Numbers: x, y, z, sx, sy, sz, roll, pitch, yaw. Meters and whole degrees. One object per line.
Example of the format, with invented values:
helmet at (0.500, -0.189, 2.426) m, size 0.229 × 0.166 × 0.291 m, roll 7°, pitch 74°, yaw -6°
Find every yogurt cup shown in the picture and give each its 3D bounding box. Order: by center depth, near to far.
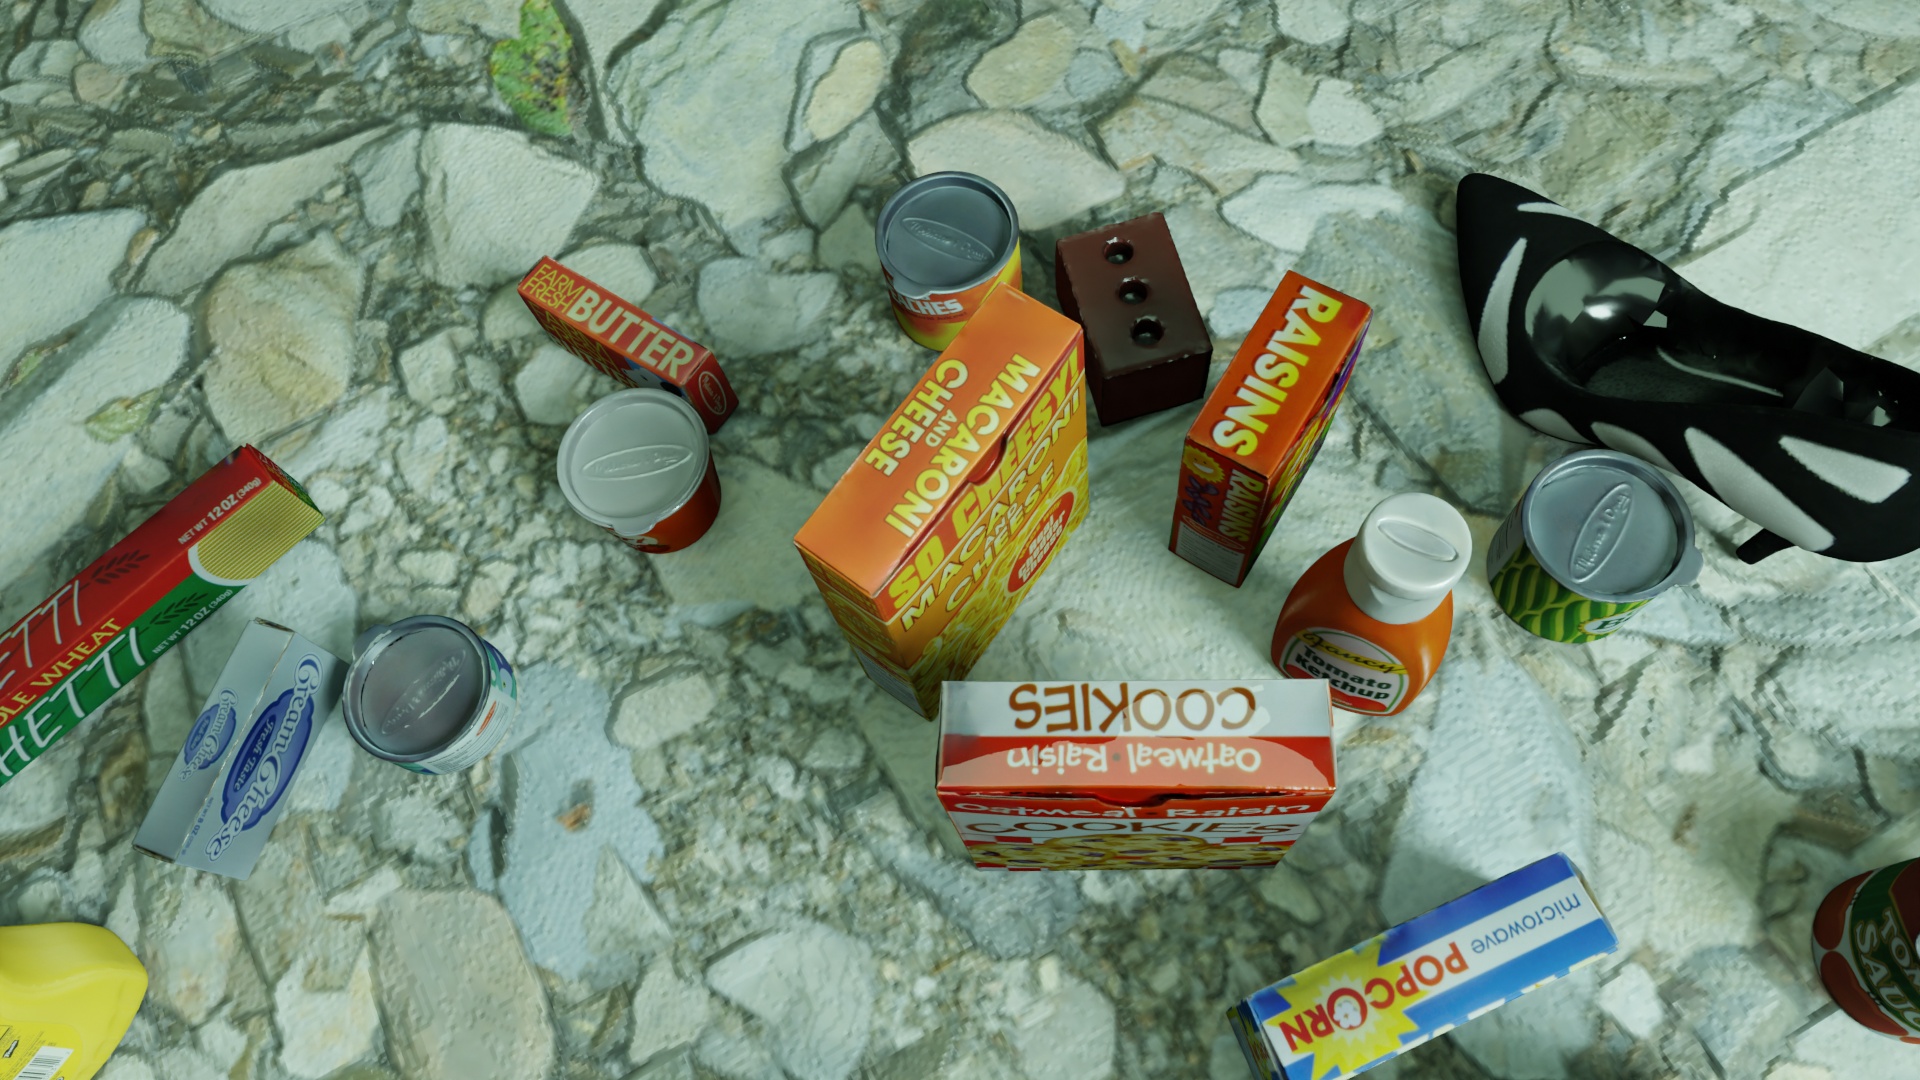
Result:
yogurt cup at (-0.142, -0.028, 0.630) m, size 0.072 × 0.053 × 0.072 m, roll -2°, pitch 68°, yaw 5°

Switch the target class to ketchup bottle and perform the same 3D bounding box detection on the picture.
ketchup bottle at (0.158, 0.025, 0.530) m, size 0.065 × 0.148 × 0.043 m, roll 24°, pitch 73°, yaw 14°

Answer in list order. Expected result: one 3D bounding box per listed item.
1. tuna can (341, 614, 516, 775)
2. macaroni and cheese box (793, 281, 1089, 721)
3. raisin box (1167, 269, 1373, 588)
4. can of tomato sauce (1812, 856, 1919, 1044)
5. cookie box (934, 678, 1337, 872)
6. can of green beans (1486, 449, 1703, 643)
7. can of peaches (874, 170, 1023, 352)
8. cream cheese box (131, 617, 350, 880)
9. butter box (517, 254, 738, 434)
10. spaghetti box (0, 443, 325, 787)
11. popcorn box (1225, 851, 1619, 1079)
tuna can at (-0.234, 0.067, 0.612) m, size 0.071 × 0.032 × 0.071 m, roll -2°, pitch 68°, yaw 5°
macaroni and cheese box at (0.002, -0.007, 0.548) m, size 0.040 × 0.166 × 0.124 m, roll 33°, pitch 75°, yaw 16°
raisin box at (0.125, -0.041, 0.574) m, size 0.040 × 0.123 × 0.086 m, roll 30°, pitch 74°, yaw 16°
can of tomato sauce at (0.357, 0.147, 0.498) m, size 0.071 × 0.083 × 0.071 m, roll -2°, pitch 68°, yaw 5°
cookie box at (0.061, 0.090, 0.503) m, size 0.123 × 0.167 × 0.040 m, roll -1°, pitch 69°, yaw 5°
can of green beans at (0.260, 0.004, 0.578) m, size 0.071 × 0.057 × 0.071 m, roll -2°, pitch 68°, yaw 5°
can of peaches at (-0.005, -0.128, 0.656) m, size 0.071 × 0.058 × 0.071 m, roll -2°, pitch 68°, yaw 5°
cream cheese box at (-0.307, 0.090, 0.598) m, size 0.024 × 0.053 × 0.104 m, roll 15°, pitch 70°, yaw 11°
butter box at (-0.157, -0.092, 0.658) m, size 0.103 × 0.053 × 0.024 m, roll 31°, pitch 74°, yaw 16°
spaghetti box at (-0.403, 0.055, 0.623) m, size 0.250 × 0.050 × 0.029 m, roll -43°, pitch 71°, yaw -12°
popcorn box at (0.164, 0.162, 0.509) m, size 0.127 × 0.085 × 0.038 m, roll -23°, pitch 68°, yaw -4°
